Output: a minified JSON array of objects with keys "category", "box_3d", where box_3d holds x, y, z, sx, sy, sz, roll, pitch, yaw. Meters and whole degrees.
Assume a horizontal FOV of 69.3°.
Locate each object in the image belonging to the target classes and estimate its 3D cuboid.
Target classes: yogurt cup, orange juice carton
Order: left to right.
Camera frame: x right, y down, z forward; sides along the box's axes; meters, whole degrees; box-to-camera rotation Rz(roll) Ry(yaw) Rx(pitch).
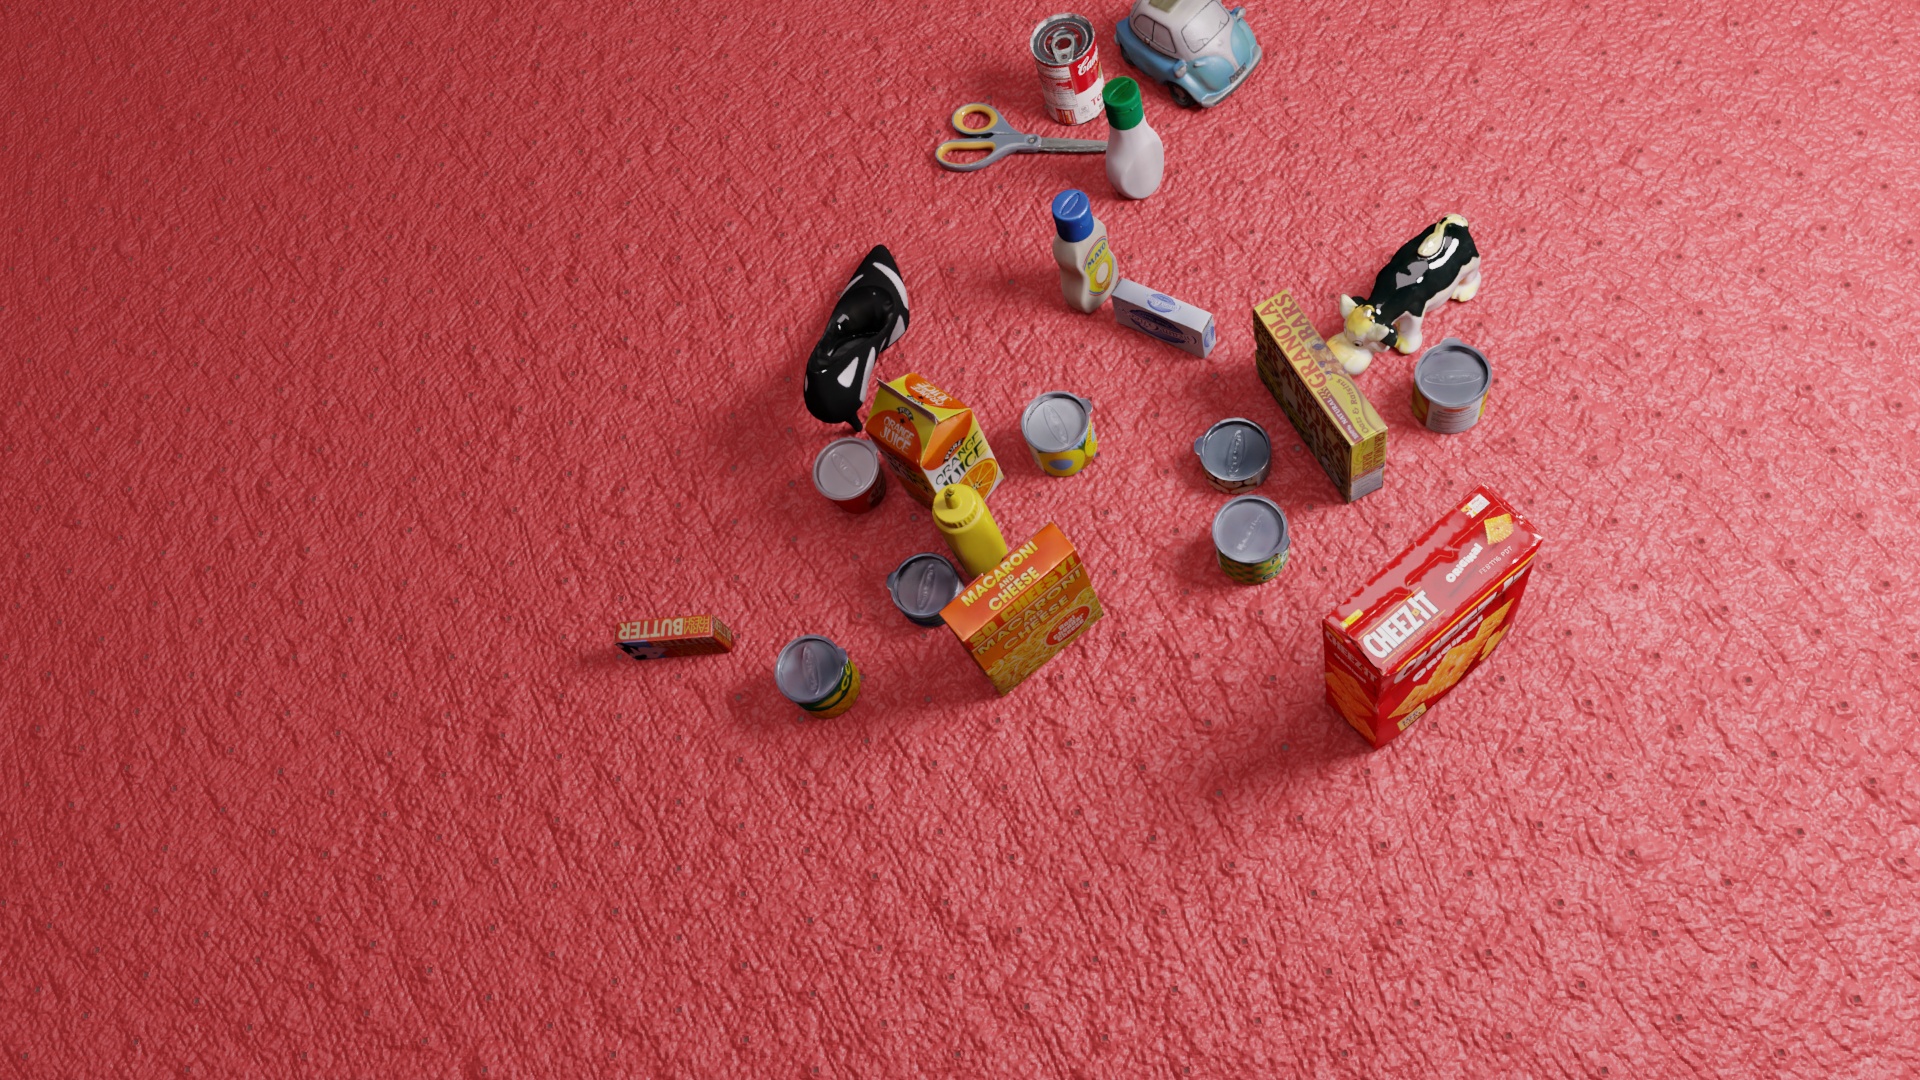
[{"category":"yogurt cup","box_3d":[-0.107,-0.061,1.377,0.072,0.053,0.072,-5,66,12]},{"category":"orange juice carton","box_3d":[-0.026,-0.089,1.291,0.072,0.192,0.073,36,80,25]}]

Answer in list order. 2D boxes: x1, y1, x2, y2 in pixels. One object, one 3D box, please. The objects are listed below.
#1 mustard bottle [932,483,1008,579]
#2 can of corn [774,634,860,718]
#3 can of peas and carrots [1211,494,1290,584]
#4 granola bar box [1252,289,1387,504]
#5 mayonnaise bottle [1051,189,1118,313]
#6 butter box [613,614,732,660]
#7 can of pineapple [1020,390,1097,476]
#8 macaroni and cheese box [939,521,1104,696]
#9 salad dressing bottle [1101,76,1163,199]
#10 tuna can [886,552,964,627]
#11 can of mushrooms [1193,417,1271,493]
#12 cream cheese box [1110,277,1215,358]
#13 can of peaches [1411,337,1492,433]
[{"category":"mustard bottle","box_3d":[0.005,-0.016,1.269,0.049,0.159,0.065,-28,63,2]},{"category":"can of corn","box_3d":[-0.130,0.127,1.298,0.071,0.058,0.071,-5,66,12]},{"category":"can of peas and carrots","box_3d":[0.264,0.001,1.252,0.071,0.058,0.071,-5,66,12]},{"category":"granola bar box","box_3d":[0.323,-0.128,1.257,0.039,0.124,0.166,-28,63,1]},{"category":"mayonnaise bottle","box_3d":[0.119,-0.286,1.365,0.041,0.147,0.065,31,78,24]},{"category":"butter box","box_3d":[-0.279,0.094,1.353,0.103,0.053,0.024,-6,66,12]},{"category":"can of pineapple","box_3d":[0.098,-0.103,1.340,0.071,0.057,0.071,-5,66,12]},{"category":"macaroni and cheese box","box_3d":[0.056,0.063,1.218,0.124,0.166,0.040,-39,64,-4]},{"category":"salad dressing bottle","box_3d":[0.172,-0.406,1.404,0.064,0.147,0.044,-44,64,-6]},{"category":"tuna can","box_3d":[-0.033,0.047,1.322,0.071,0.032,0.071,-5,66,12]},{"category":"can of mushrooms","box_3d":[0.256,-0.080,1.304,0.071,0.033,0.071,-5,66,12]},{"category":"cream cheese box","box_3d":[0.200,-0.219,1.367,0.104,0.053,0.024,27,77,23]},{"category":"can of peaches","box_3d":[0.447,-0.140,1.268,0.071,0.058,0.071,-5,66,12]}]
